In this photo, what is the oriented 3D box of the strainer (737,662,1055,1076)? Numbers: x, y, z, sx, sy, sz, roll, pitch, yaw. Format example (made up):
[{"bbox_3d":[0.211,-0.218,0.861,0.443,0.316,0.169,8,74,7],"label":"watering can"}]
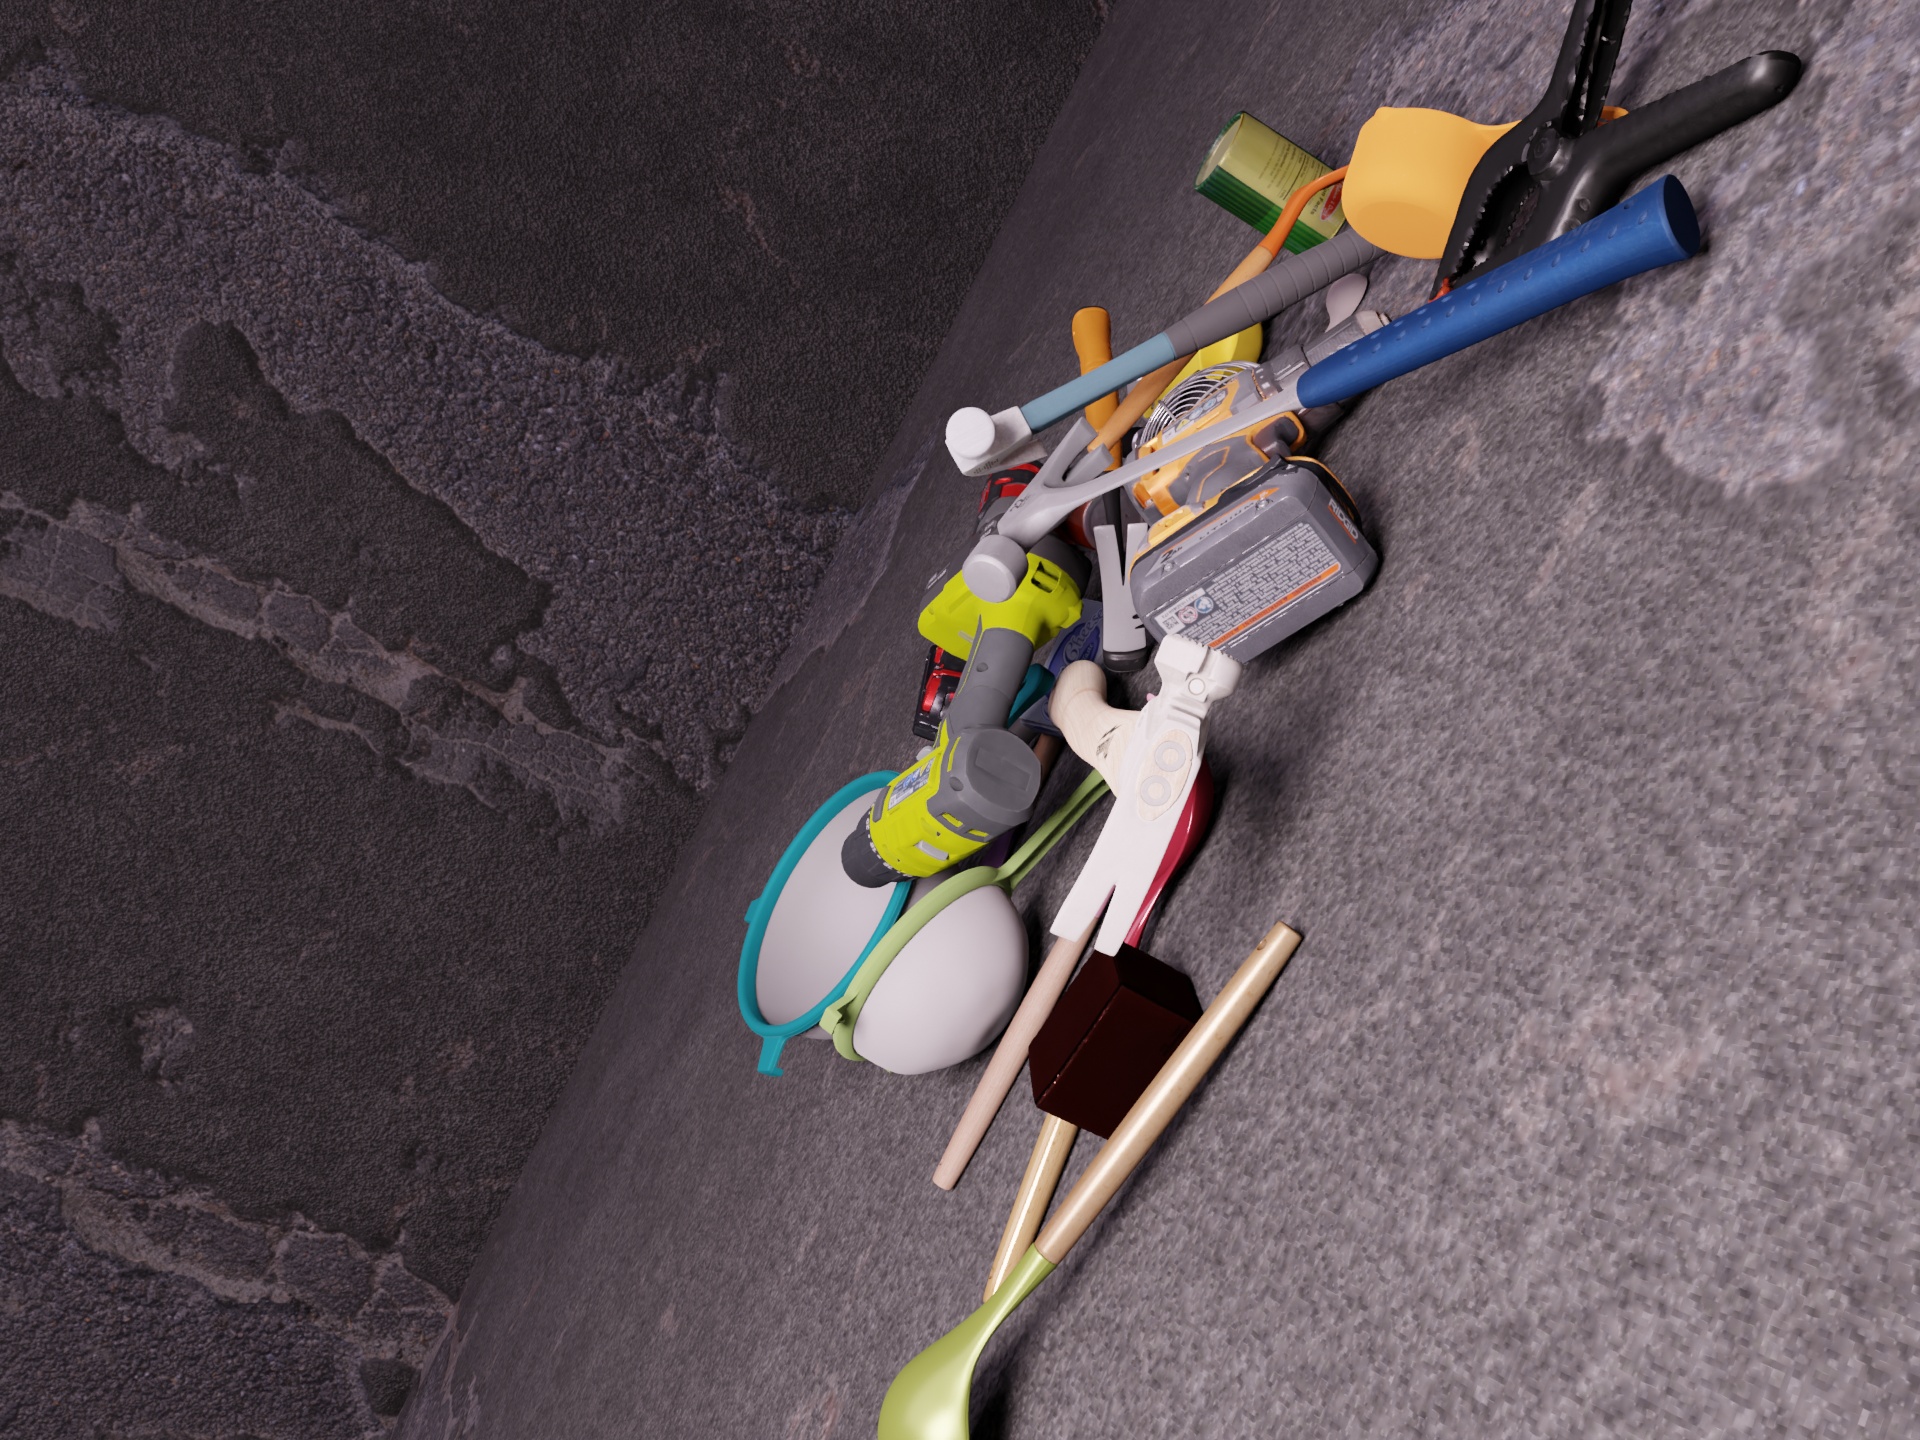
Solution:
[{"bbox_3d":[-0.024,0.104,1.143,0.340,0.095,0.211,-48,27,16],"label":"strainer"}]

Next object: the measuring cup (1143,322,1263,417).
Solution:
[{"bbox_3d":[0.188,-0.272,1.242,0.156,0.029,0.062,144,127,-65],"label":"measuring cup"}]

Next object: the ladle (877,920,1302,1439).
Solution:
[{"bbox_3d":[0.065,0.229,0.728,0.320,0.062,0.078,-54,12,4],"label":"ladle"}]

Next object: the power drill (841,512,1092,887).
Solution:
[{"bbox_3d":[-0.002,-0.003,1.031,0.190,0.080,0.229,-36,31,53],"label":"power drill"}]

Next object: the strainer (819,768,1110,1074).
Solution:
[{"bbox_3d":[0.033,0.130,0.988,0.256,0.069,0.151,-46,-24,-8],"label":"strainer"}]

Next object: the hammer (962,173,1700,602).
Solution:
[{"bbox_3d":[0.170,-0.169,0.815,0.405,0.035,0.144,-20,28,45],"label":"hammer"}]

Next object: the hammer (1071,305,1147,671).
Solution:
[{"bbox_3d":[0.105,-0.198,1.151,0.127,0.034,0.337,81,-174,-48],"label":"hammer"}]

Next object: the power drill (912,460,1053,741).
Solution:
[{"bbox_3d":[0.024,-0.088,1.271,0.143,0.078,0.219,-81,5,-54],"label":"power drill"}]

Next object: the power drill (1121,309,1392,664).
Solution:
[{"bbox_3d":[0.178,-0.140,0.904,0.185,0.084,0.226,-33,24,24],"label":"power drill"}]

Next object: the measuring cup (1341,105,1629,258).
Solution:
[{"bbox_3d":[0.287,-0.300,0.882,0.174,0.095,0.052,13,80,57],"label":"measuring cup"}]

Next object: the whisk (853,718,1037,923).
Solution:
[{"bbox_3d":[0.005,0.059,1.244,0.296,0.073,0.073,-51,16,16],"label":"whisk"}]

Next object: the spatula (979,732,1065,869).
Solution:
[{"bbox_3d":[0.053,0.043,1.167,0.316,0.018,0.060,-64,13,-7],"label":"spatula"}]

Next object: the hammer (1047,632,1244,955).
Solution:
[{"bbox_3d":[0.077,0.017,0.898,0.411,0.038,0.146,-107,39,-85],"label":"hammer"}]

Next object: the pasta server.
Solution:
[{"bbox_3d":[0.056,0.133,0.936,0.316,0.040,0.060,-62,4,3],"label":"pasta server"}]

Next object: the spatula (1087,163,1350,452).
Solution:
[{"bbox_3d":[0.198,-0.293,1.078,0.322,0.041,0.081,-50,15,-8],"label":"spatula"}]

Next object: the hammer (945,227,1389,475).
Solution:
[{"bbox_3d":[0.142,-0.240,0.993,0.331,0.033,0.128,-27,-1,3],"label":"hammer"}]

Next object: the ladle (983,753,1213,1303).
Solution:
[{"bbox_3d":[0.075,0.155,0.842,0.069,0.031,0.315,140,154,-74],"label":"ladle"}]

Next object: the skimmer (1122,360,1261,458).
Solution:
[{"bbox_3d":[0.169,-0.199,1.193,0.363,0.090,0.127,-84,17,-82],"label":"skimmer"}]

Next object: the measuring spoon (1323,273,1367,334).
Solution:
[{"bbox_3d":[0.233,-0.247,1.072,0.124,0.018,0.034,-59,14,14],"label":"measuring spoon"}]

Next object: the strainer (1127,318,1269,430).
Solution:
[{"bbox_3d":[0.193,-0.299,1.288,0.258,0.050,0.087,157,124,-64],"label":"strainer"}]
